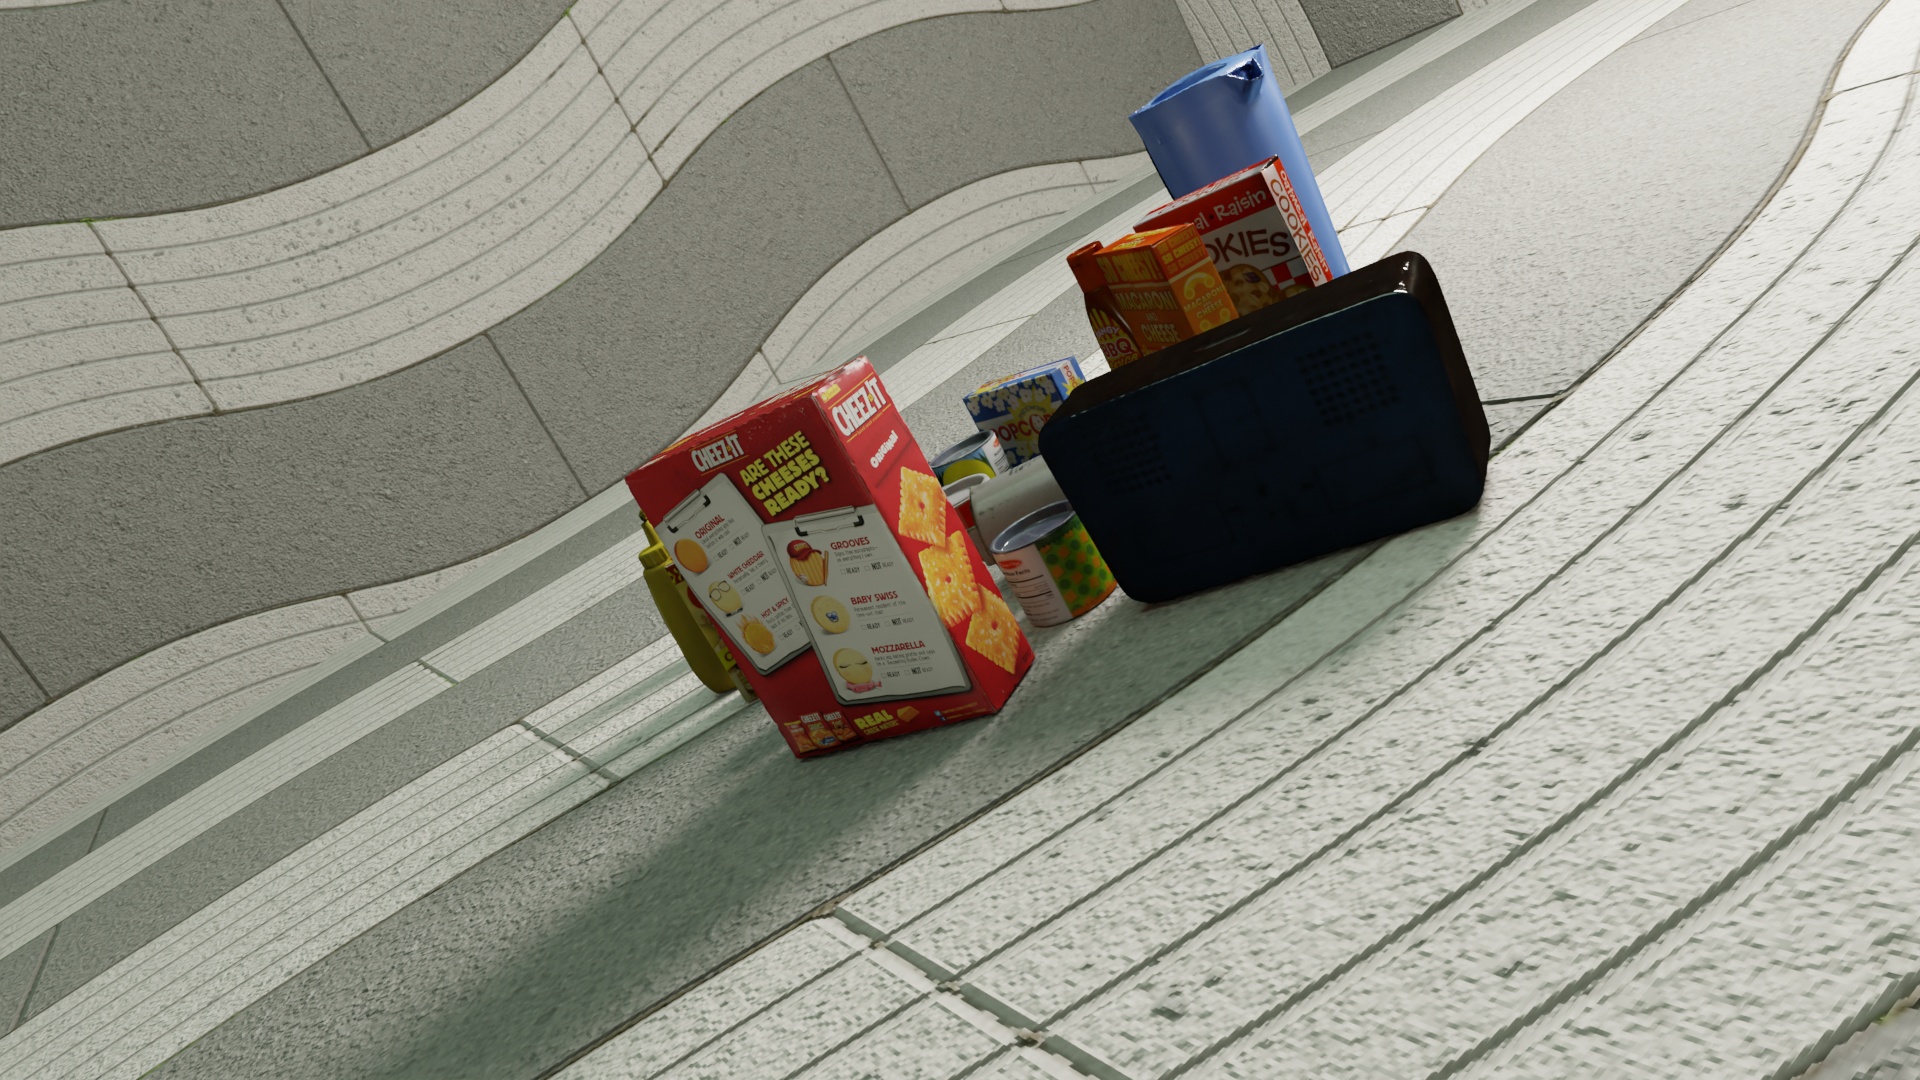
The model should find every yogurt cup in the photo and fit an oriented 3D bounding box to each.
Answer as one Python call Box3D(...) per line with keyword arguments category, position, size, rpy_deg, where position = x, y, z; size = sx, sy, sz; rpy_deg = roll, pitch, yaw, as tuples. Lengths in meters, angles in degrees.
Box3D(category="yogurt cup", position=(0.004, -0.014, 1.108), size=(0.072, 0.054, 0.072), rpy_deg=(-27, 14, 8))

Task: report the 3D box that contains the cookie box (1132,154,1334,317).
Box3D(category="cookie box", position=(0.229, -0.204, 1.108), size=(0.122, 0.167, 0.040), rpy_deg=(-16, 19, 42))

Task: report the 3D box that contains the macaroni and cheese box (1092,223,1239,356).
Box3D(category="macaroni and cheese box", position=(0.172, -0.153, 1.044), size=(0.040, 0.166, 0.124), rpy_deg=(-31, 14, -8))

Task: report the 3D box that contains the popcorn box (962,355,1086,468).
Box3D(category="popcorn box", position=(0.070, -0.110, 1.250), size=(0.038, 0.085, 0.126), rpy_deg=(-39, 17, -34))

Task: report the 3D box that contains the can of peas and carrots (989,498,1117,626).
Box3D(category="can of peas and carrots", position=(0.063, 0.013, 0.897), size=(0.071, 0.058, 0.071), rpy_deg=(-27, 14, 8))

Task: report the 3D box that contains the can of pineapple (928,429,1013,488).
Box3D(category="can of pineapple", position=(0.012, -0.057, 1.230), size=(0.071, 0.057, 0.071), rpy_deg=(-27, 14, 8))

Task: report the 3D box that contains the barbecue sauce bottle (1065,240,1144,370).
Box3D(category="barbecue sauce bottle", position=(0.149, -0.210, 1.313), size=(0.044, 0.148, 0.065), rpy_deg=(-37, 16, -28))

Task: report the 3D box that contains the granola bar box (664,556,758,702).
Box3D(category="granola bar box", position=(-0.120, 0.030, 1.051), size=(0.165, 0.124, 0.039), rpy_deg=(-28, 14, 2))

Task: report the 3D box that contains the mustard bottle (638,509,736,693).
Box3D(category="mustard bottle", position=(-0.215, 0.043, 1.109), size=(0.048, 0.160, 0.065), rpy_deg=(-24, 15, 19))
